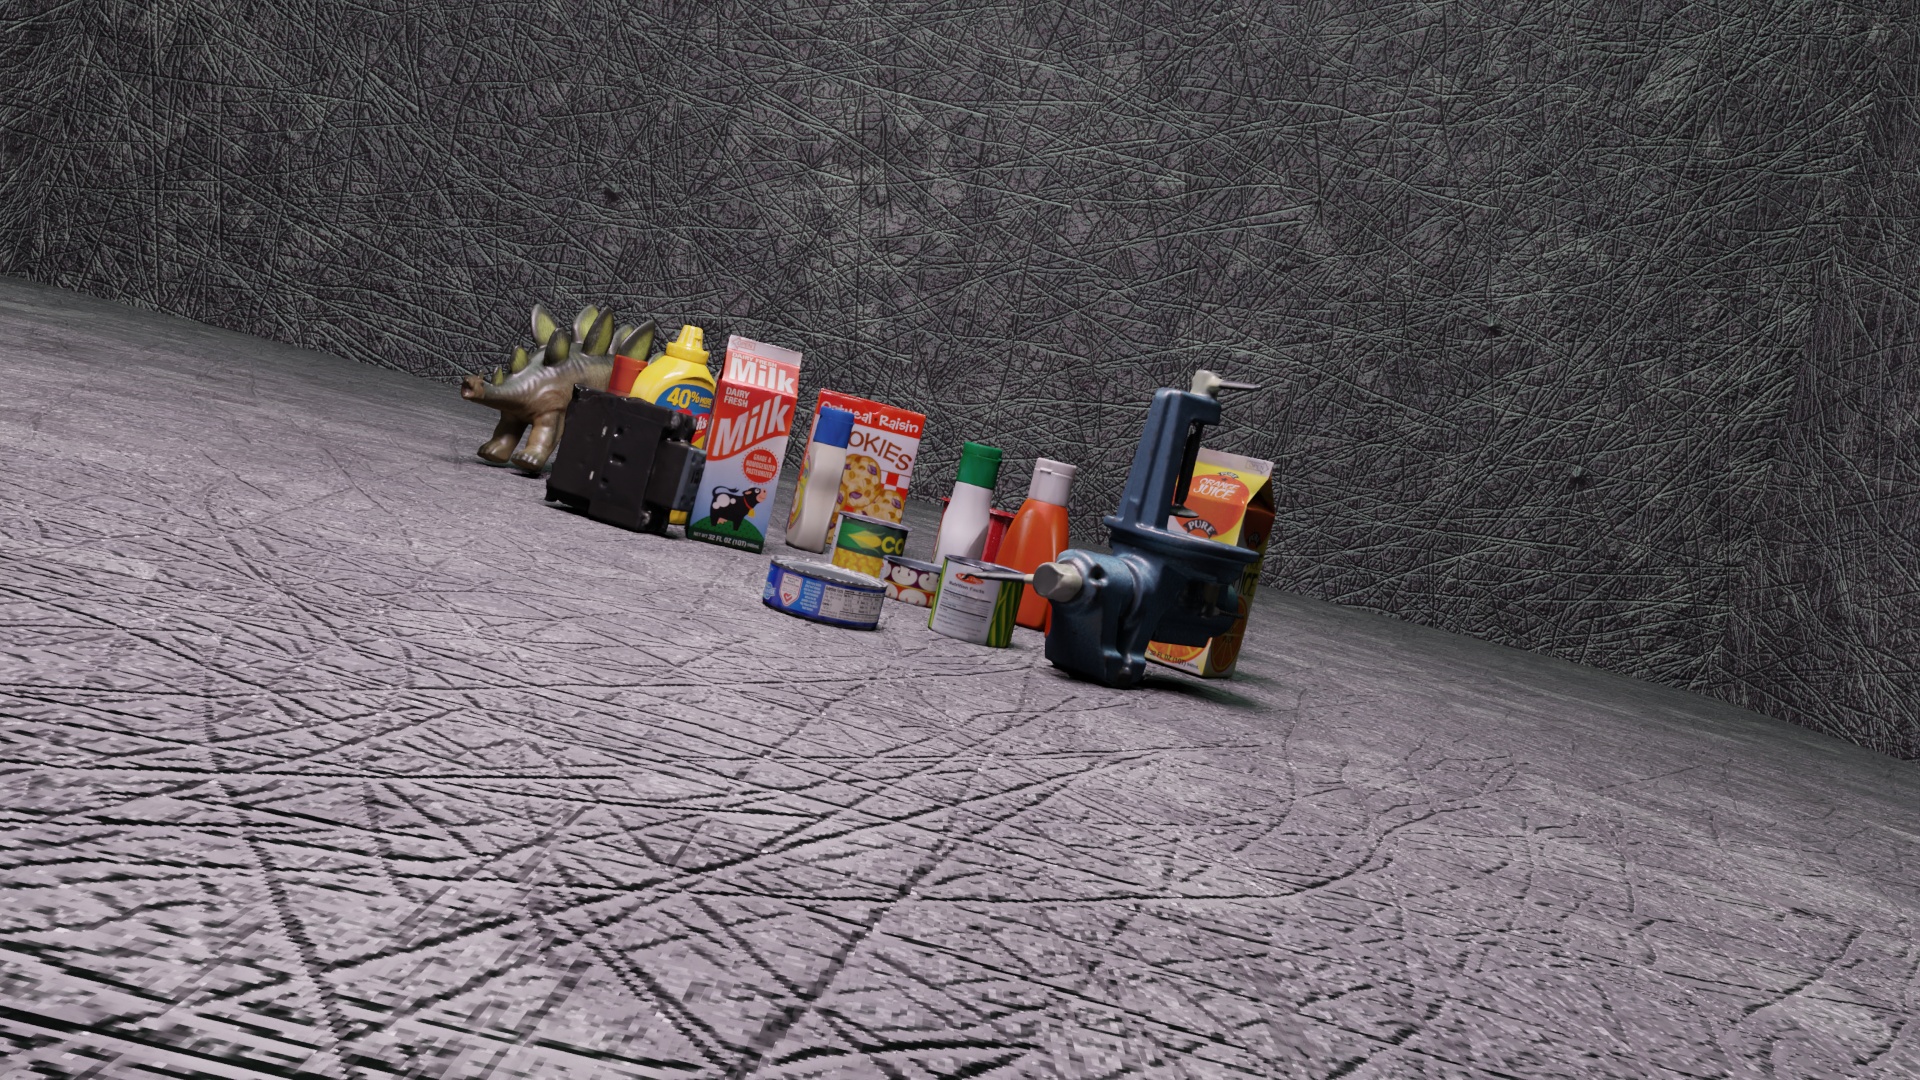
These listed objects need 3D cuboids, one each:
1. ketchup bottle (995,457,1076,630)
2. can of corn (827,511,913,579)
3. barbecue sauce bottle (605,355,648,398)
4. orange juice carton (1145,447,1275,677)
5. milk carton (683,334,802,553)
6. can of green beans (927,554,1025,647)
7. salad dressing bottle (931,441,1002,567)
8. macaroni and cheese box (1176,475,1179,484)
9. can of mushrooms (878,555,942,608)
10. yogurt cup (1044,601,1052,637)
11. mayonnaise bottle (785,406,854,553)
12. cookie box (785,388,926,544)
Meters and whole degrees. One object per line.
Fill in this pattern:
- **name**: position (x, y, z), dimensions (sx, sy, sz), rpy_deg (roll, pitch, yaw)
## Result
- **ketchup bottle**: position (0.068, 0.002, 1.238), dimensions (0.065, 0.148, 0.043), rpy_deg (16, 3, 29)
- **can of corn**: position (-0.083, 0.010, 1.261), dimensions (0.071, 0.058, 0.071), rpy_deg (14, 3, -1)
- **barbecue sauce bottle**: position (-0.375, -0.126, 1.516), dimensions (0.044, 0.148, 0.065), rpy_deg (16, 3, 29)
- **orange juice carton**: position (0.217, 0.018, 1.212), dimensions (0.072, 0.192, 0.073), rpy_deg (16, 4, 33)
- **milk carton**: position (-0.202, -0.091, 1.296), dimensions (0.072, 0.190, 0.073), rpy_deg (13, 3, -15)
- **can of green beans**: position (0.013, 0.046, 1.067), dimensions (0.071, 0.057, 0.071), rpy_deg (14, 3, -1)
- **salad dressing bottle**: position (0.005, -0.016, 1.281), dimensions (0.044, 0.147, 0.064), rpy_deg (15, 3, 13)
- **macaroni and cheese box**: position (0.210, 0.018, 1.387), dimensions (0.040, 0.166, 0.124), rpy_deg (12, 4, -37)
- **can of mushrooms**: position (-0.036, 0.037, 1.214), dimensions (0.071, 0.033, 0.071), rpy_deg (14, 4, -1)
- **yogurt cup**: position (0.104, 0.063, 1.184), dimensions (0.072, 0.054, 0.072), rpy_deg (14, 3, -1)
- **mayonnaise bottle**: position (-0.144, -0.063, 1.435), dimensions (0.041, 0.148, 0.065), rpy_deg (13, 3, -16)
- **cookie box**: position (-0.118, -0.075, 1.565), dimensions (0.123, 0.167, 0.040), rpy_deg (13, 3, -11)
